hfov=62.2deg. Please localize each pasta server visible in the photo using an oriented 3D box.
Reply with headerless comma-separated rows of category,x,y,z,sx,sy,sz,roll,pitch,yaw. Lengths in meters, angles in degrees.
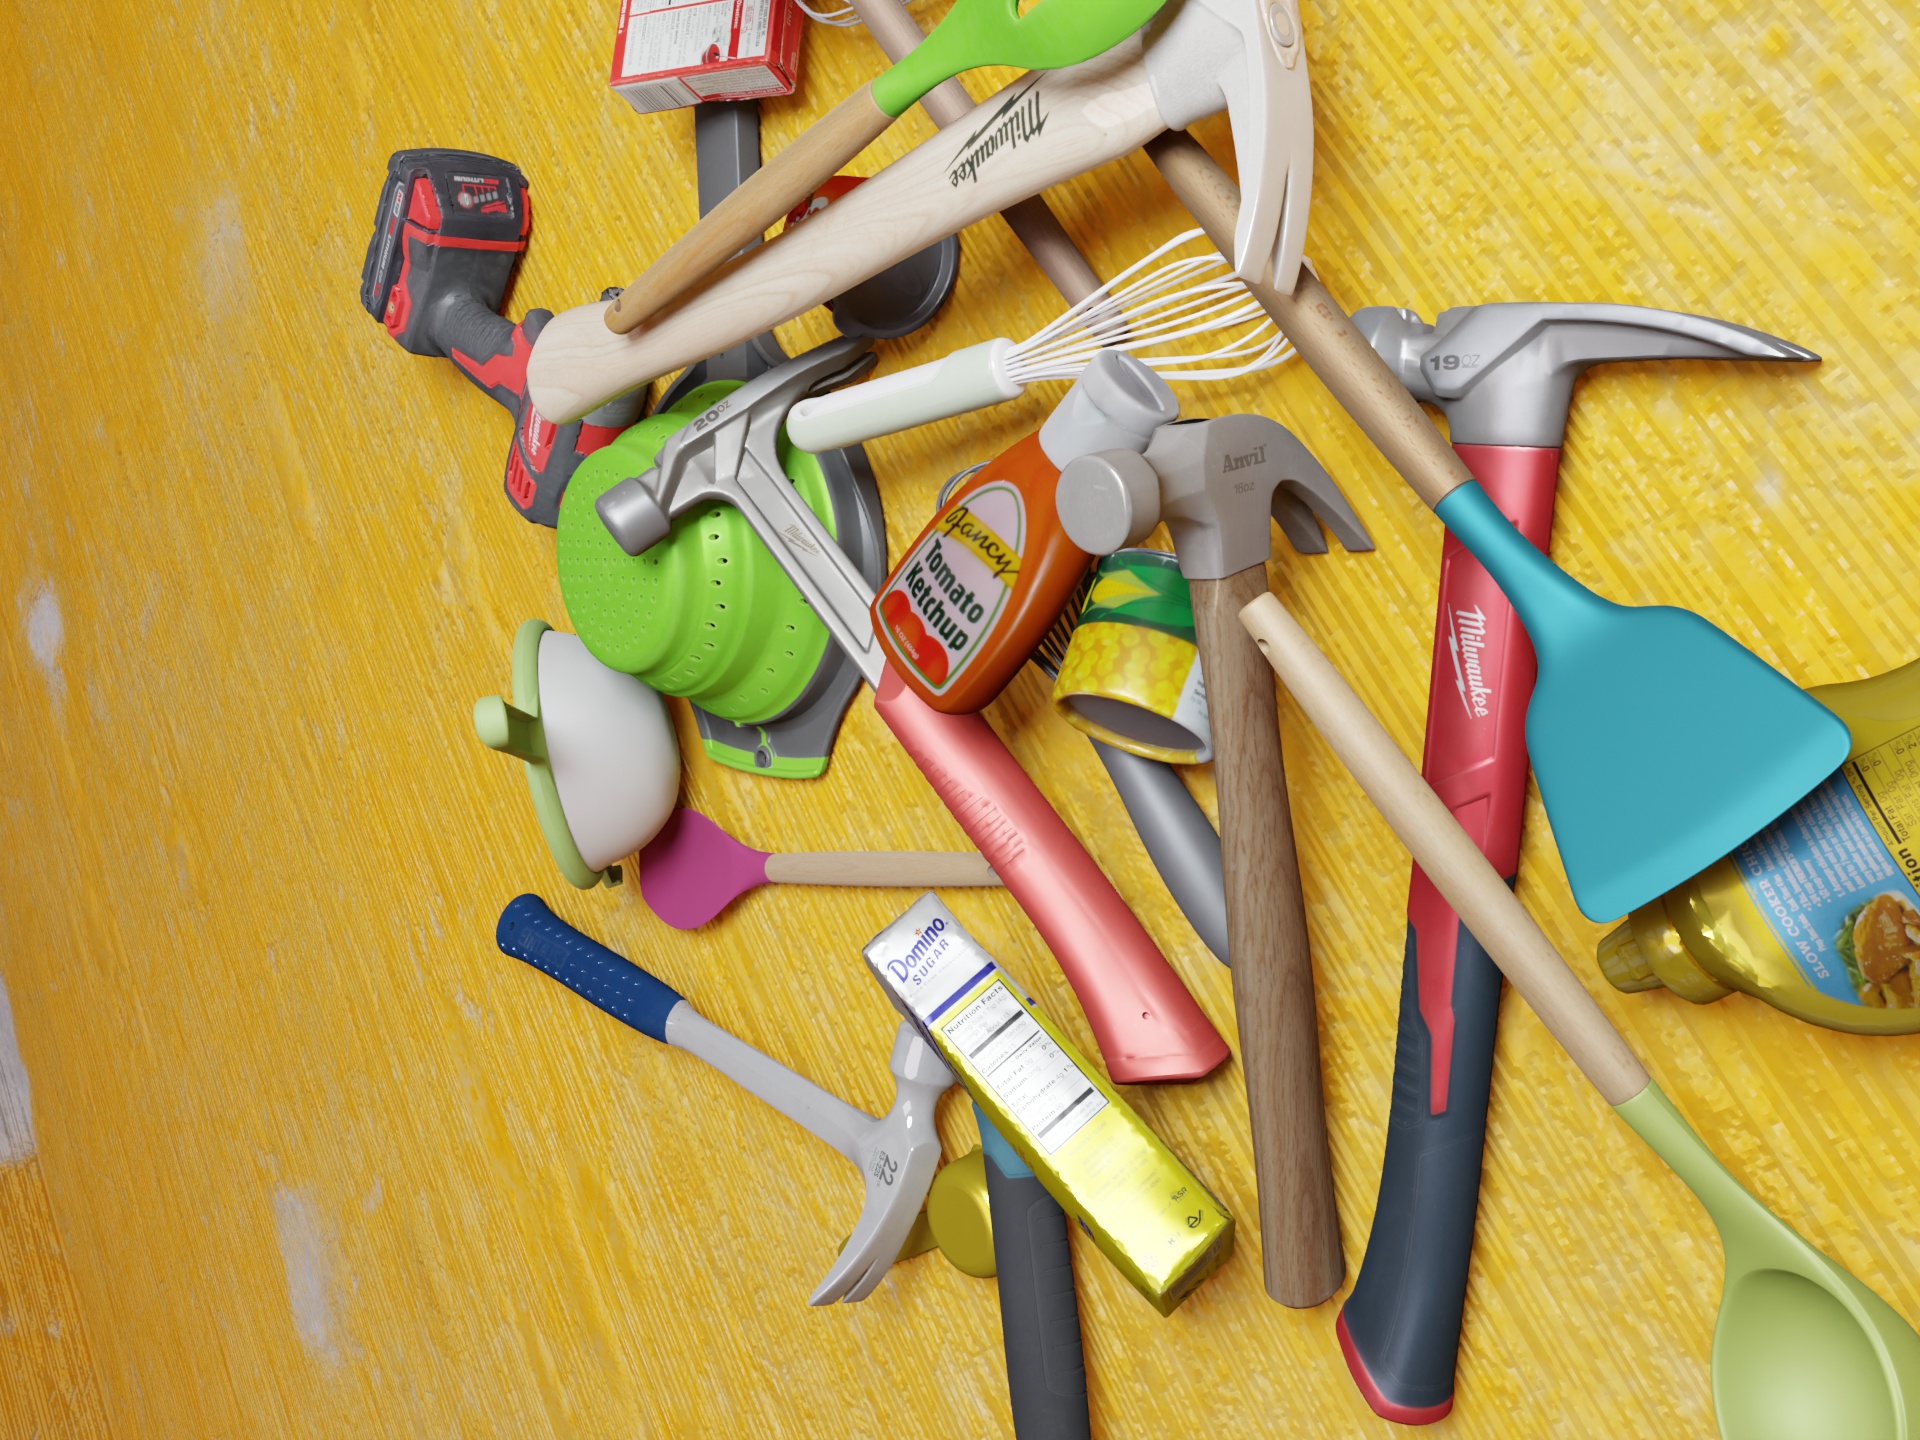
pasta server,-0.033,-0.277,0.627,0.060,0.040,0.316,-36,90,34

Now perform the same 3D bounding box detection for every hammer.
hammer,0.044,0.330,0.689,0.128,0.033,0.331,-7,83,3
hammer,0.180,0.061,0.527,0.143,0.038,0.386,13,106,43
hammer,-0.154,0.177,0.884,0.406,0.035,0.144,16,91,47
hammer,0.108,0.057,0.564,0.031,0.130,0.331,7,113,46
hammer,-0.048,-0.178,0.626,0.411,0.038,0.146,-12,81,43
hammer,-0.001,-0.002,0.679,0.359,0.149,0.036,53,170,15

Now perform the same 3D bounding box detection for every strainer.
strainer,-0.189,0.007,0.819,0.256,0.069,0.151,118,140,-83

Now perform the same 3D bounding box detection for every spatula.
spatula,0.134,-0.090,0.488,0.082,0.044,0.318,-45,64,29

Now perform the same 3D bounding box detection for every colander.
colander,-0.139,-0.163,0.785,0.205,0.094,0.397,7,102,46

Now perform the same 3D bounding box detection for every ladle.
ladle,0.176,0.096,0.478,0.320,0.062,0.078,54,159,9

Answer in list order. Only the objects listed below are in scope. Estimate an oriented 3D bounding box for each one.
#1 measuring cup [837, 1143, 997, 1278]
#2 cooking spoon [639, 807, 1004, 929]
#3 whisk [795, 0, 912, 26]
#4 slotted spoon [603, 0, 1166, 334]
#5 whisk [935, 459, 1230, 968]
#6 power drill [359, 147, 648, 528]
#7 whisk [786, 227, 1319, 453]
measuring cup,-0.022,0.252,0.777,0.156,0.029,0.062,-33,73,42
cooking spoon,-0.079,0.076,0.818,0.319,0.017,0.069,-5,86,47
whisk,0.021,-0.318,0.624,0.285,0.070,0.070,15,107,39
slotted spoon,-0.043,-0.211,0.580,0.314,0.031,0.070,-21,73,43
whisk,0.059,-0.006,0.642,0.055,0.055,0.239,-41,72,42
power drill,-0.255,-0.228,0.914,0.220,0.078,0.143,49,129,26
whisk,0.025,-0.140,0.622,0.246,0.058,0.059,-8,129,36
